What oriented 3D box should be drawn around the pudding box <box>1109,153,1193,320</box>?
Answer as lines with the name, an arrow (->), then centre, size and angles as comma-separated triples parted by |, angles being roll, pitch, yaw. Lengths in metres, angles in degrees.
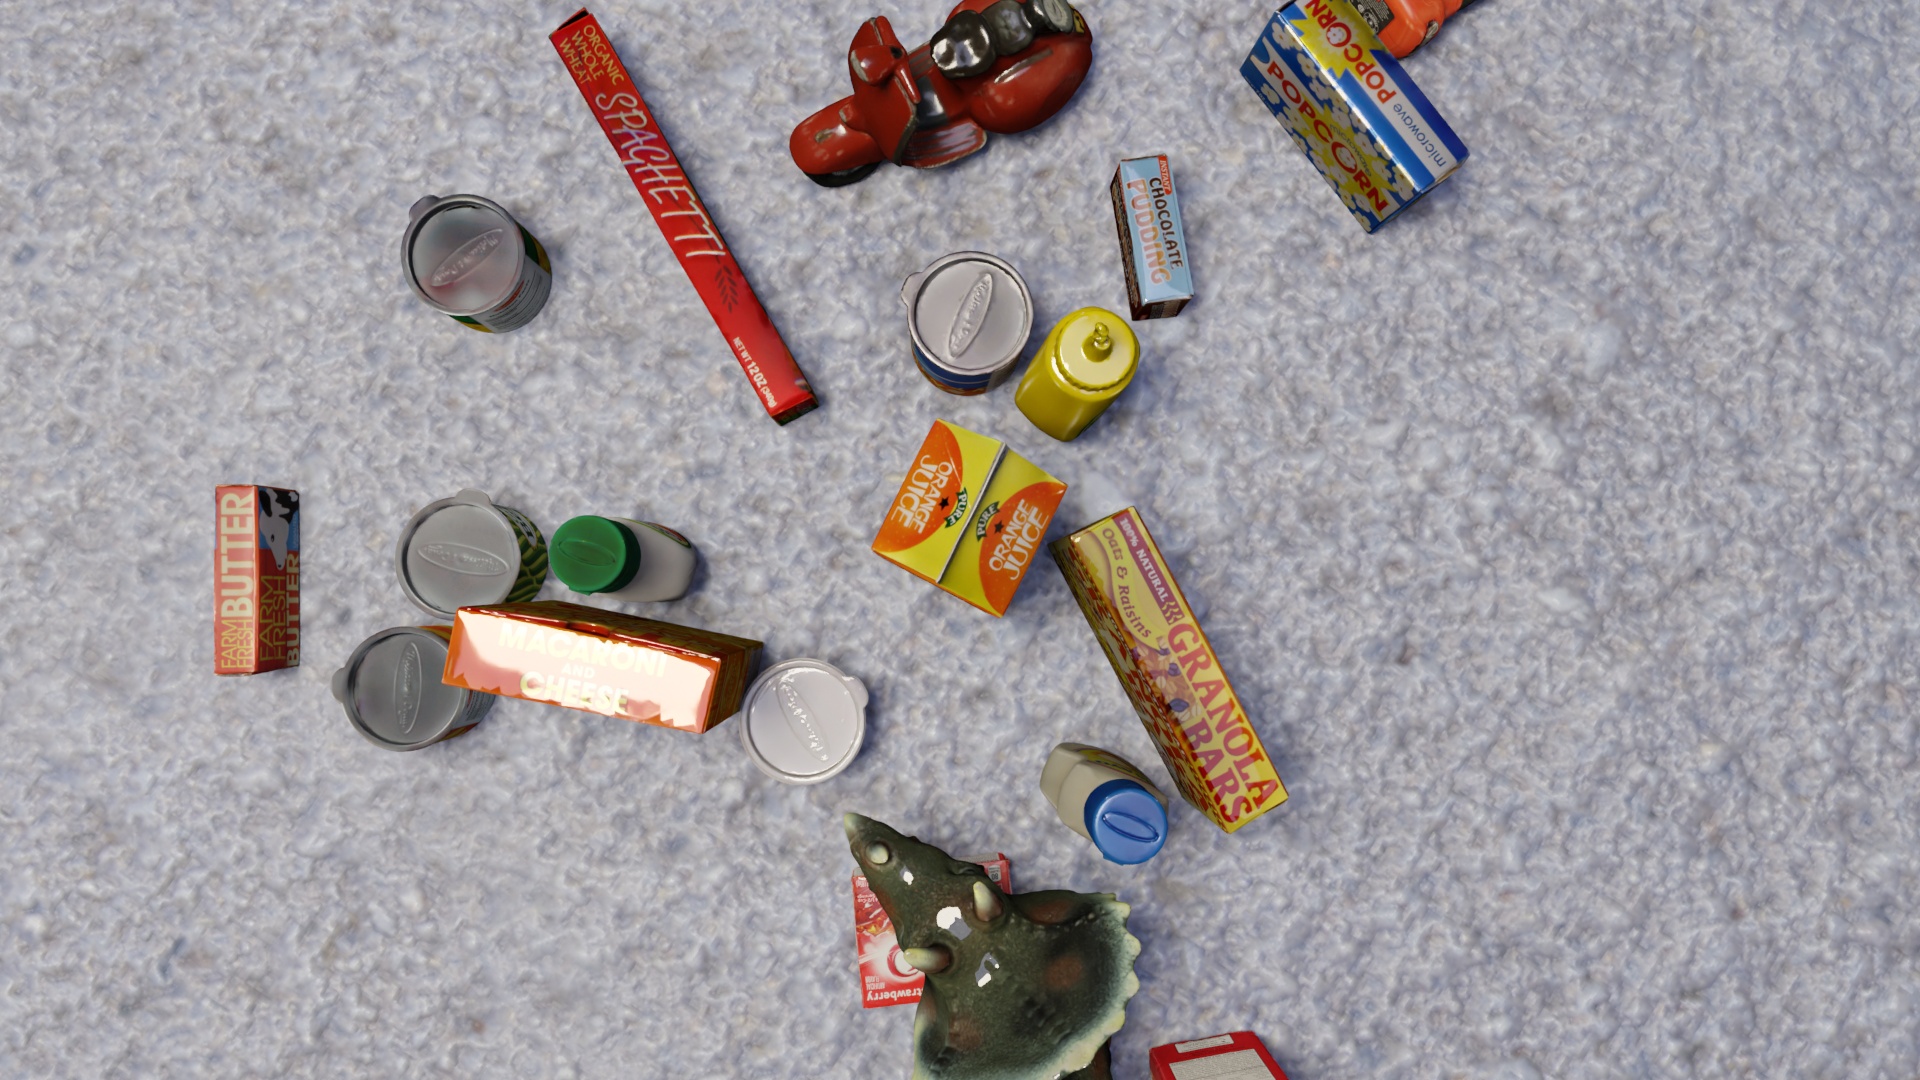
pudding box -> 0.108, -0.171, 0.788 | 0.030, 0.049, 0.083 | -9, 88, -2

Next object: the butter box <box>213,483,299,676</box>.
butter box -> -0.385, 0.022, 0.762 | 0.024, 0.053, 0.103 | -1, 87, -2

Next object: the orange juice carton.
orange juice carton -> 0.003, -0.009, 0.705 | 0.073, 0.192, 0.072 | 27, 87, 0

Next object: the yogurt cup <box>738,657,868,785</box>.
yogurt cup -> -0.085, 0.098, 0.767 | 0.072, 0.054, 0.072 | 0, 87, -2

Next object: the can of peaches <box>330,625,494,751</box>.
can of peaches -> -0.297, 0.079, 0.759 | 0.071, 0.058, 0.071 | 0, 87, -2

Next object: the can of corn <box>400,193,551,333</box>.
can of corn -> -0.269, -0.154, 0.771 | 0.071, 0.058, 0.071 | 0, 87, -2

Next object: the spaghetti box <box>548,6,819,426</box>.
spaghetti box -> -0.154, -0.179, 0.780 | 0.029, 0.050, 0.250 | -30, 88, -3

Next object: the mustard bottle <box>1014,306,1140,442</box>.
mustard bottle -> 0.064, -0.090, 0.727 | 0.049, 0.160, 0.065 | 38, 87, 0

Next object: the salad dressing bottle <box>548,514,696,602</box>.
salad dressing bottle -> -0.176, 0.009, 0.721 | 0.064, 0.147, 0.044 | 17, 87, -1

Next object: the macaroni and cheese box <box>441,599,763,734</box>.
macaroni and cheese box -> -0.174, 0.060, 0.710 | 0.124, 0.166, 0.040 | 11, 88, -1

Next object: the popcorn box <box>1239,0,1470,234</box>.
popcorn box -> 0.218, -0.240, 0.777 | 0.038, 0.085, 0.126 | -38, 89, -3

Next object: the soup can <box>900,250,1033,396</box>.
soup can -> 0.002, -0.119, 0.765 | 0.071, 0.084, 0.071 | 0, 88, -2

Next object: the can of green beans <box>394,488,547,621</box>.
can of green beans -> -0.267, 0.011, 0.764 | 0.071, 0.058, 0.071 | 0, 87, -2

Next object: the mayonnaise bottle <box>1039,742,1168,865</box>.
mayonnaise bottle -> 0.078, 0.137, 0.723 | 0.065, 0.148, 0.041 | 22, 87, -1

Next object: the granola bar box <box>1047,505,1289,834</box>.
granola bar box -> 0.107, 0.064, 0.739 | 0.039, 0.124, 0.165 | -28, 89, -2
